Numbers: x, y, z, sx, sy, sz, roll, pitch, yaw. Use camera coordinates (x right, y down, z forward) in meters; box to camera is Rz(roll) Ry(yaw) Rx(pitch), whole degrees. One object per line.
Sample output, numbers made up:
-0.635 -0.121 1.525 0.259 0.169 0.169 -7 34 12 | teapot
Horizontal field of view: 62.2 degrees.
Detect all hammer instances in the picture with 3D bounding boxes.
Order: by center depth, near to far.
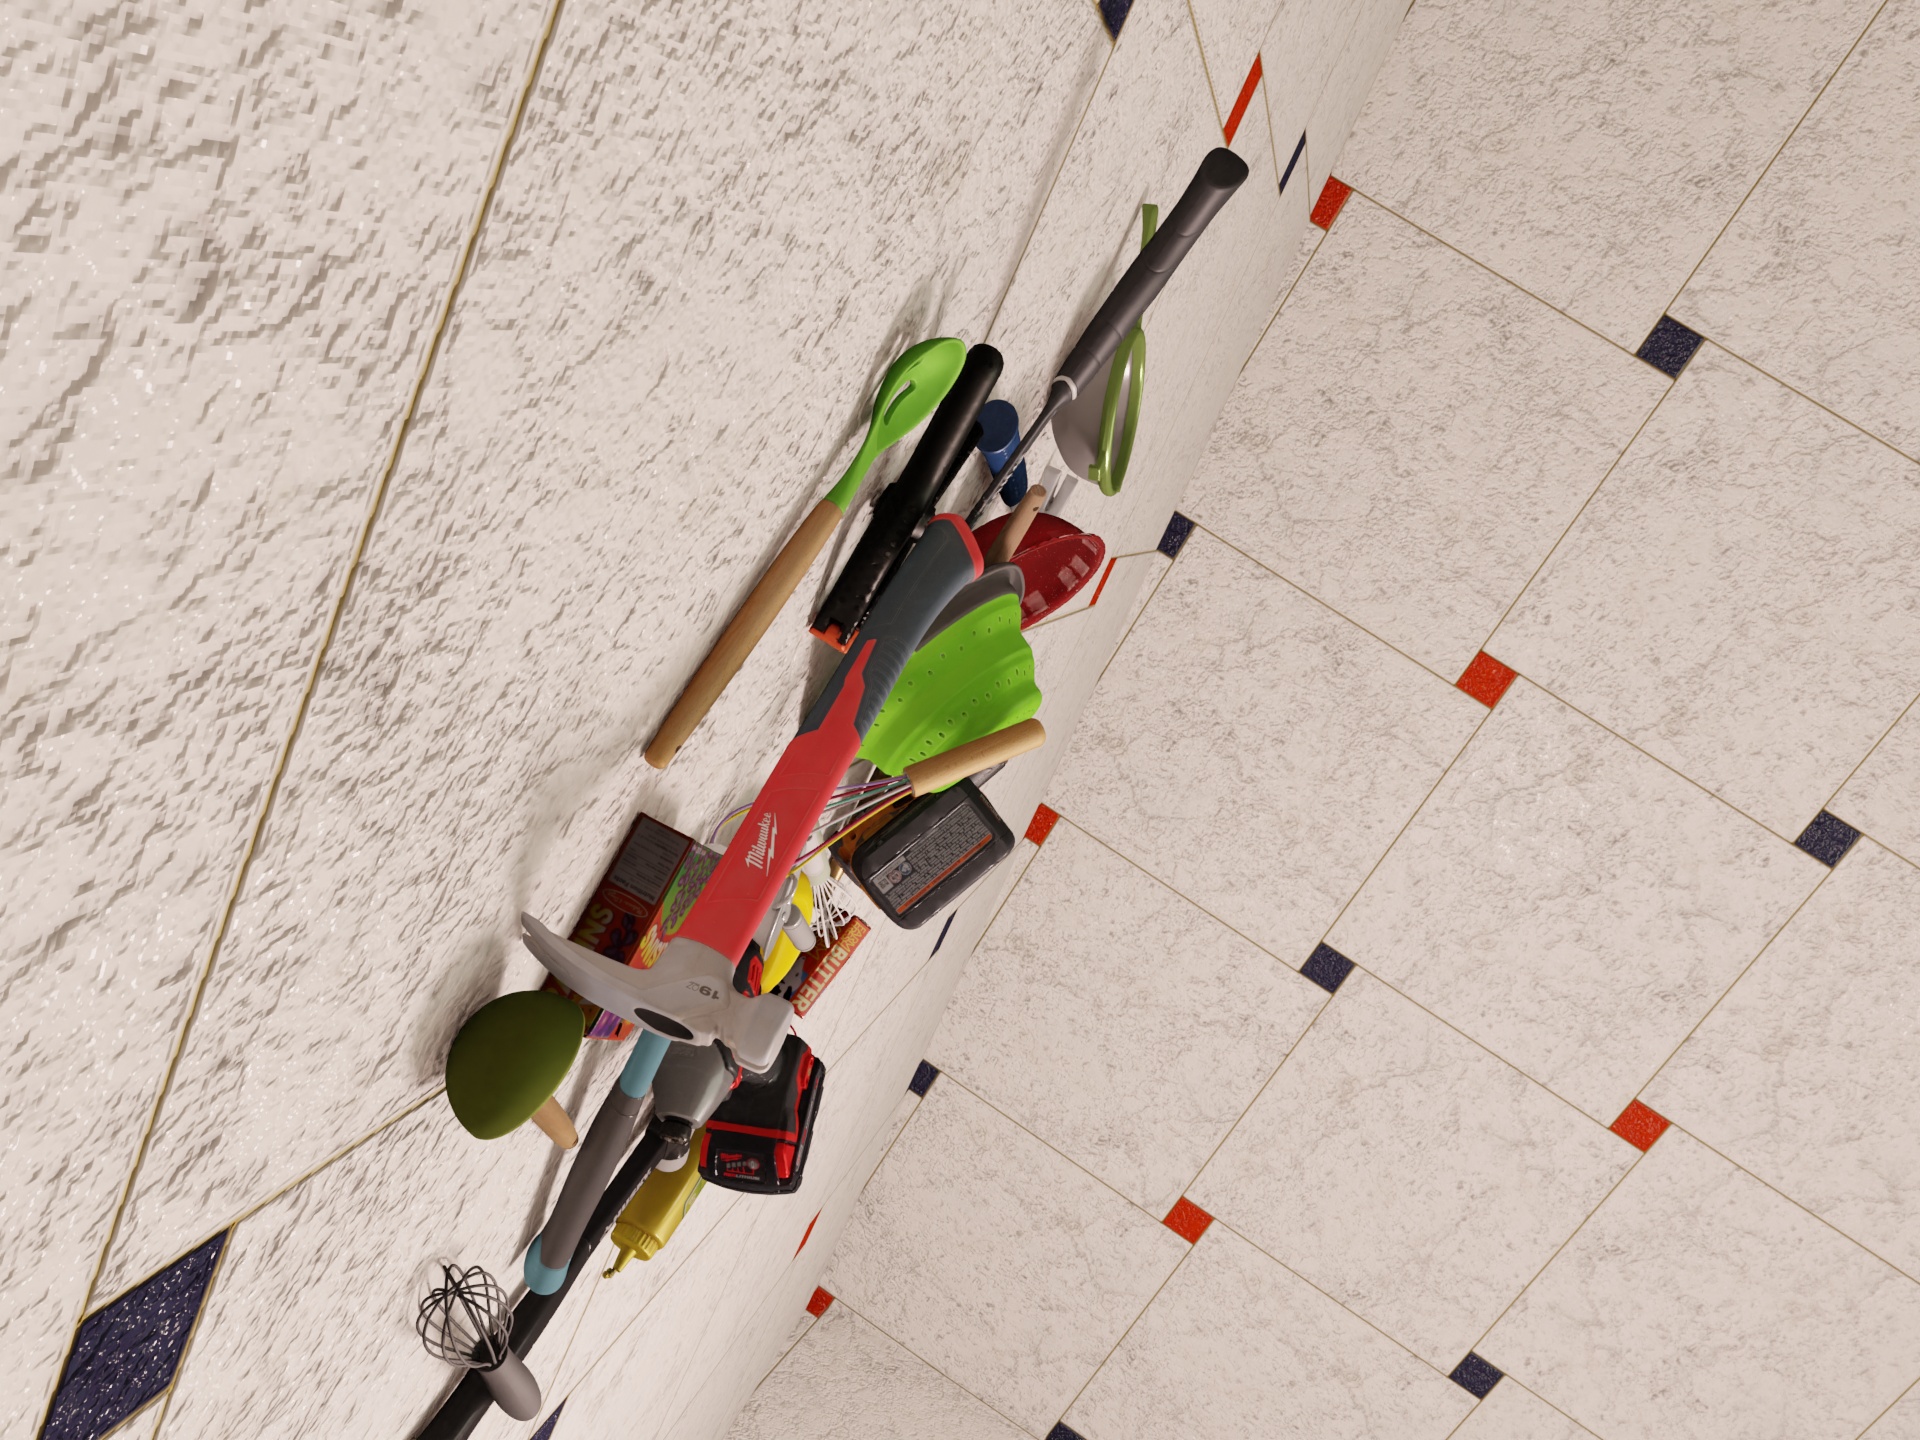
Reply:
-0.090 0.008 0.897 0.038 0.143 0.386 107 8 -51 | hammer
-0.216 0.244 1.029 0.331 0.033 0.128 -62 -160 23 | hammer
0.065 -0.217 1.109 0.408 0.036 0.149 -52 178 29 | hammer
-0.284 0.393 1.154 0.335 0.035 0.146 -54 168 -46 | hammer
0.050 -0.201 1.384 0.144 0.035 0.405 -63 171 -3 | hammer

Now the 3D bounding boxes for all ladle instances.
-0.230 0.216 0.890 0.078 0.062 0.320 -57 172 -23 | ladle
-0.066 0.036 1.433 0.315 0.031 0.069 -64 161 15 | ladle

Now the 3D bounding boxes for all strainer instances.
-0.129 0.143 1.168 0.258 0.050 0.087 87 21 -72 | strainer
0.125 -0.330 1.412 0.151 0.069 0.256 -17 116 -76 | strainer

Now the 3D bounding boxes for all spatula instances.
0.005 -0.088 1.263 0.059 0.018 0.315 -17 158 -29 | spatula

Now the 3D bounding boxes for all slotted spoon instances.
-0.087 -0.102 0.897 0.314 0.031 0.070 -58 170 -21 | slotted spoon

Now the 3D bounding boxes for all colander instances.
-0.002 -0.004 1.239 0.204 0.094 0.397 -40 171 -1 | colander

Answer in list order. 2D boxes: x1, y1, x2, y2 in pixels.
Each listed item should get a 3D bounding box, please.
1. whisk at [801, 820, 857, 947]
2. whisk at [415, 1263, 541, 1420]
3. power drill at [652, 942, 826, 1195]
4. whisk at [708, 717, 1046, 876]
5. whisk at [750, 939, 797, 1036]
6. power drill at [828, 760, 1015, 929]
-0.120 0.130 1.325 0.246 0.058 0.059 89 -6 -64 | whisk
-0.291 0.398 0.994 0.055 0.055 0.238 -58 162 -34 | whisk
-0.166 0.262 1.154 0.219 0.078 0.143 76 22 -56 | power drill
-0.053 0.054 1.071 0.245 0.047 0.051 -22 146 -13 | whisk
-0.169 0.224 1.272 0.073 0.073 0.295 -58 164 -32 | whisk
-0.019 0.080 1.331 0.185 0.084 0.226 -39 -170 -5 | power drill
